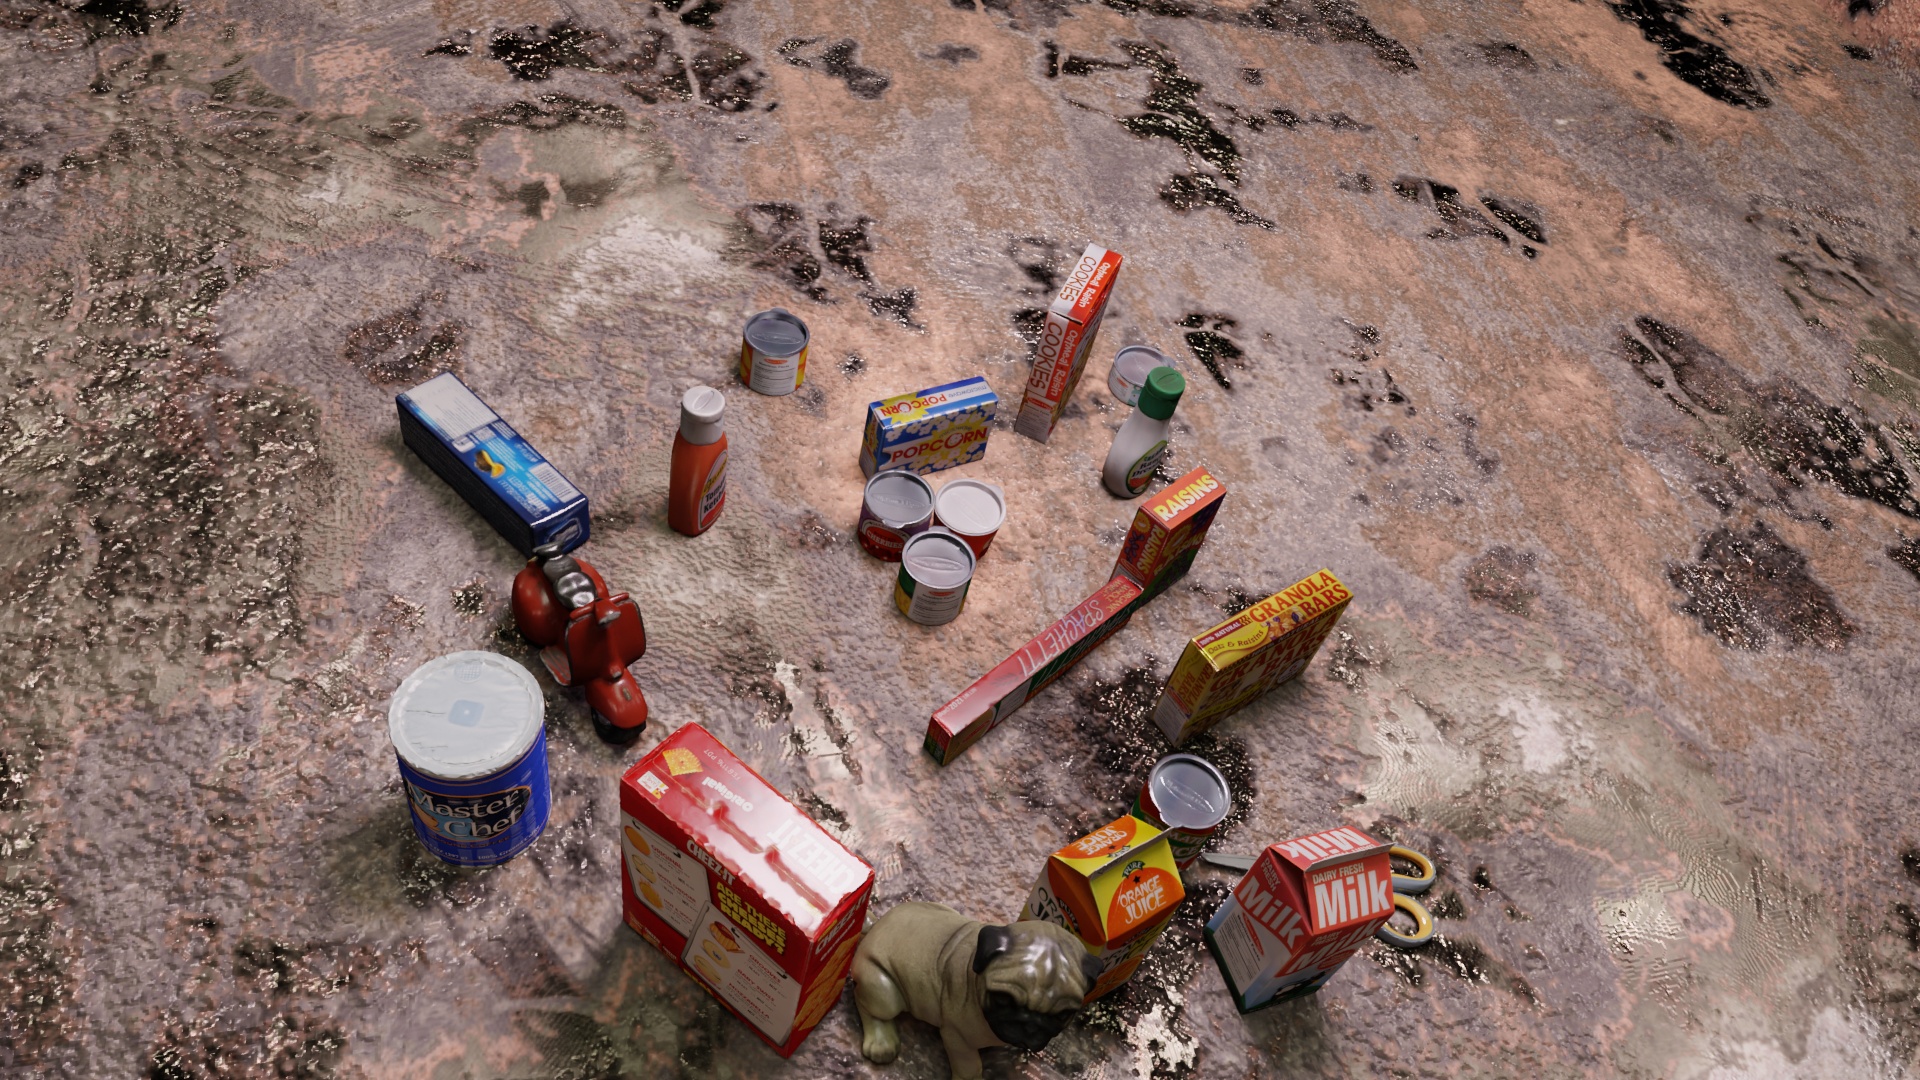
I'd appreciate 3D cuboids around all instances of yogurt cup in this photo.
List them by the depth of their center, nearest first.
[{"bbox_3d":[0.005,-0.016,1.297,0.072,0.053,0.073,7,50,-8],"label":"yogurt cup"}]

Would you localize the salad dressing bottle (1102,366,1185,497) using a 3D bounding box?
[{"bbox_3d":[0.180,-0.105,1.351,0.064,0.146,0.044,-28,62,-31],"label":"salad dressing bottle"}]

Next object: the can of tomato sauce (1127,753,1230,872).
[{"bbox_3d":[0.172,0.223,1.118,0.071,0.082,0.071,7,50,-8],"label":"can of tomato sauce"}]

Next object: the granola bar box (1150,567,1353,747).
[{"bbox_3d":[0.252,0.101,1.212,0.166,0.123,0.039,-24,60,-29],"label":"granola bar box"}]

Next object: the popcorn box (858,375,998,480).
[{"bbox_3d":[-0.031,-0.105,1.343,0.127,0.084,0.038,-17,57,-25],"label":"popcorn box"}]

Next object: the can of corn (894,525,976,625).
[{"bbox_3d":[-0.023,0.032,1.248,0.071,0.058,0.071,7,50,-8],"label":"can of corn"}]

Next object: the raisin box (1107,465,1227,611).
[{"bbox_3d":[0.189,-0.001,1.283,0.086,0.122,0.040,-31,63,-32],"label":"raisin box"}]

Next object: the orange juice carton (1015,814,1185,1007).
[{"bbox_3d":[0.099,0.264,0.994,0.072,0.191,0.073,-20,58,-27],"label":"orange juice carton"}]

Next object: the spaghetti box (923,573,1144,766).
[{"bbox_3d":[0.067,0.108,1.210,0.251,0.049,0.029,-34,65,-33],"label":"spaghetti box"}]

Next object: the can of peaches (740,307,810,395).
[{"bbox_3d":[-0.186,-0.189,1.394,0.071,0.057,0.071,7,50,-8],"label":"can of peaches"}]

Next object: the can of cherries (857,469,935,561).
[{"bbox_3d":[-0.061,-0.021,1.283,0.071,0.058,0.072,7,50,-8],"label":"can of cherries"}]

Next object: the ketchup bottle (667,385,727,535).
[{"bbox_3d":[-0.231,-0.072,1.226,0.043,0.148,0.065,24,50,7],"label":"ketchup bottle"}]

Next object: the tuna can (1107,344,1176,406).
[{"bbox_3d":[0.195,-0.177,1.490,0.071,0.032,0.071,7,50,-8],"label":"tuna can"}]

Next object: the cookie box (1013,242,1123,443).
[{"bbox_3d":[0.108,-0.197,1.398,0.040,0.166,0.123,24,50,7],"label":"cookie box"}]

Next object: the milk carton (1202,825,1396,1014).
[{"bbox_3d":[0.253,0.273,1.024,0.072,0.189,0.074,-9,54,-20],"label":"milk carton"}]
